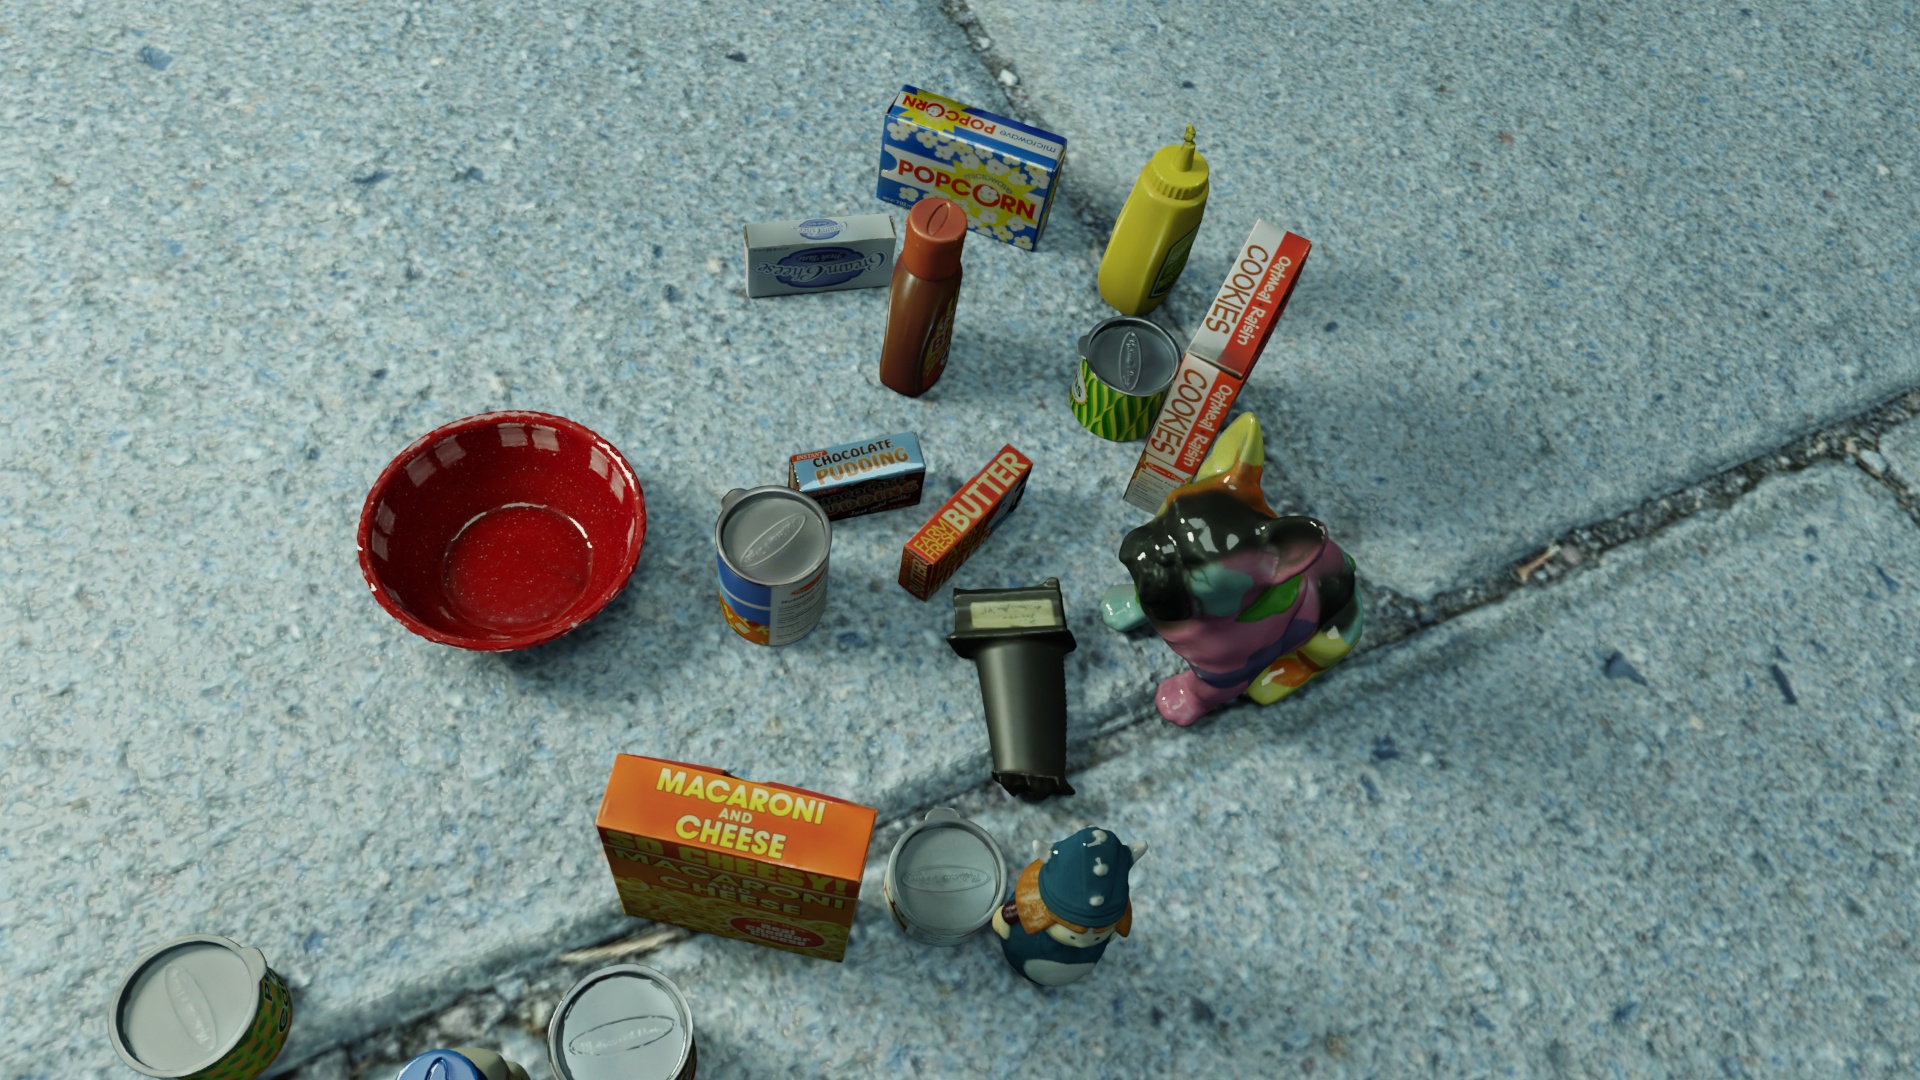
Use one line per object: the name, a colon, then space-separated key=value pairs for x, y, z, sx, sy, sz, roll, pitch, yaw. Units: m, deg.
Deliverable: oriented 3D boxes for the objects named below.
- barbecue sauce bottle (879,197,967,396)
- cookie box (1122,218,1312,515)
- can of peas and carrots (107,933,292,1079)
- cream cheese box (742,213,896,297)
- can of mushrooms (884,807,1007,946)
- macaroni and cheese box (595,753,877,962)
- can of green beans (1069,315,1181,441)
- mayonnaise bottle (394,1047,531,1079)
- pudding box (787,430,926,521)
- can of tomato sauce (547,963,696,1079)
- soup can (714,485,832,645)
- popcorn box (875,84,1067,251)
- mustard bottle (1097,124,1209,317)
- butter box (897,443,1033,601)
barbecue sauce bottle: x=-0.023 y=-0.159 z=0.900 sx=0.044 sy=0.147 sz=0.065 roll=23 pitch=60 yaw=5
cookie box: x=0.162 y=-0.105 z=0.886 sx=0.040 sy=0.166 sz=0.123 roll=27 pitch=61 yaw=7
can of peas and carrots: x=-0.367 y=0.231 z=0.680 sx=0.071 sy=0.058 sz=0.071 roll=4 pitch=60 yaw=-6
cream cheese box: x=-0.098 y=-0.198 z=0.966 sx=0.104 sy=0.053 sz=0.024 roll=-7 pitch=62 yaw=-12
can of mushrooms: x=-0.009 y=0.187 z=0.772 sx=0.071 sy=0.033 sz=0.071 roll=4 pitch=60 yaw=-6
macaroni and cheese box: x=-0.110 y=0.162 z=0.695 sx=0.124 sy=0.165 sz=0.040 roll=13 pitch=60 yaw=-1
can of green beans: x=0.111 y=-0.110 z=0.944 sx=0.071 sy=0.057 sz=0.071 roll=4 pitch=60 yaw=-6
mayonnaise bottle: x=-0.224 y=0.262 z=0.631 sx=0.041 sy=0.147 sz=0.065 roll=3 pitch=61 yaw=-7
pudding box: x=-0.066 y=-0.039 z=0.883 sx=0.084 sy=0.049 sz=0.030 roll=-12 pitch=63 yaw=-15
can of tomato sauce: x=-0.163 y=0.253 z=0.684 sx=0.071 sy=0.082 sz=0.071 roll=4 pitch=60 yaw=-6
soup can: x=-0.113 y=0.014 z=0.826 sx=0.071 sy=0.083 sz=0.071 roll=4 pitch=60 yaw=-6
popcorn box: x=0.007 y=-0.268 z=1.003 sx=0.127 sy=0.084 sz=0.038 roll=20 pitch=60 yaw=3
mustard bottle: x=0.138 y=-0.221 z=0.953 sx=0.049 sy=0.159 sz=0.065 roll=39 pitch=63 yaw=13
butter box: x=0.003 y=-0.011 z=0.875 sx=0.024 sy=0.053 sz=0.104 roll=38 pitch=62 yaw=13
